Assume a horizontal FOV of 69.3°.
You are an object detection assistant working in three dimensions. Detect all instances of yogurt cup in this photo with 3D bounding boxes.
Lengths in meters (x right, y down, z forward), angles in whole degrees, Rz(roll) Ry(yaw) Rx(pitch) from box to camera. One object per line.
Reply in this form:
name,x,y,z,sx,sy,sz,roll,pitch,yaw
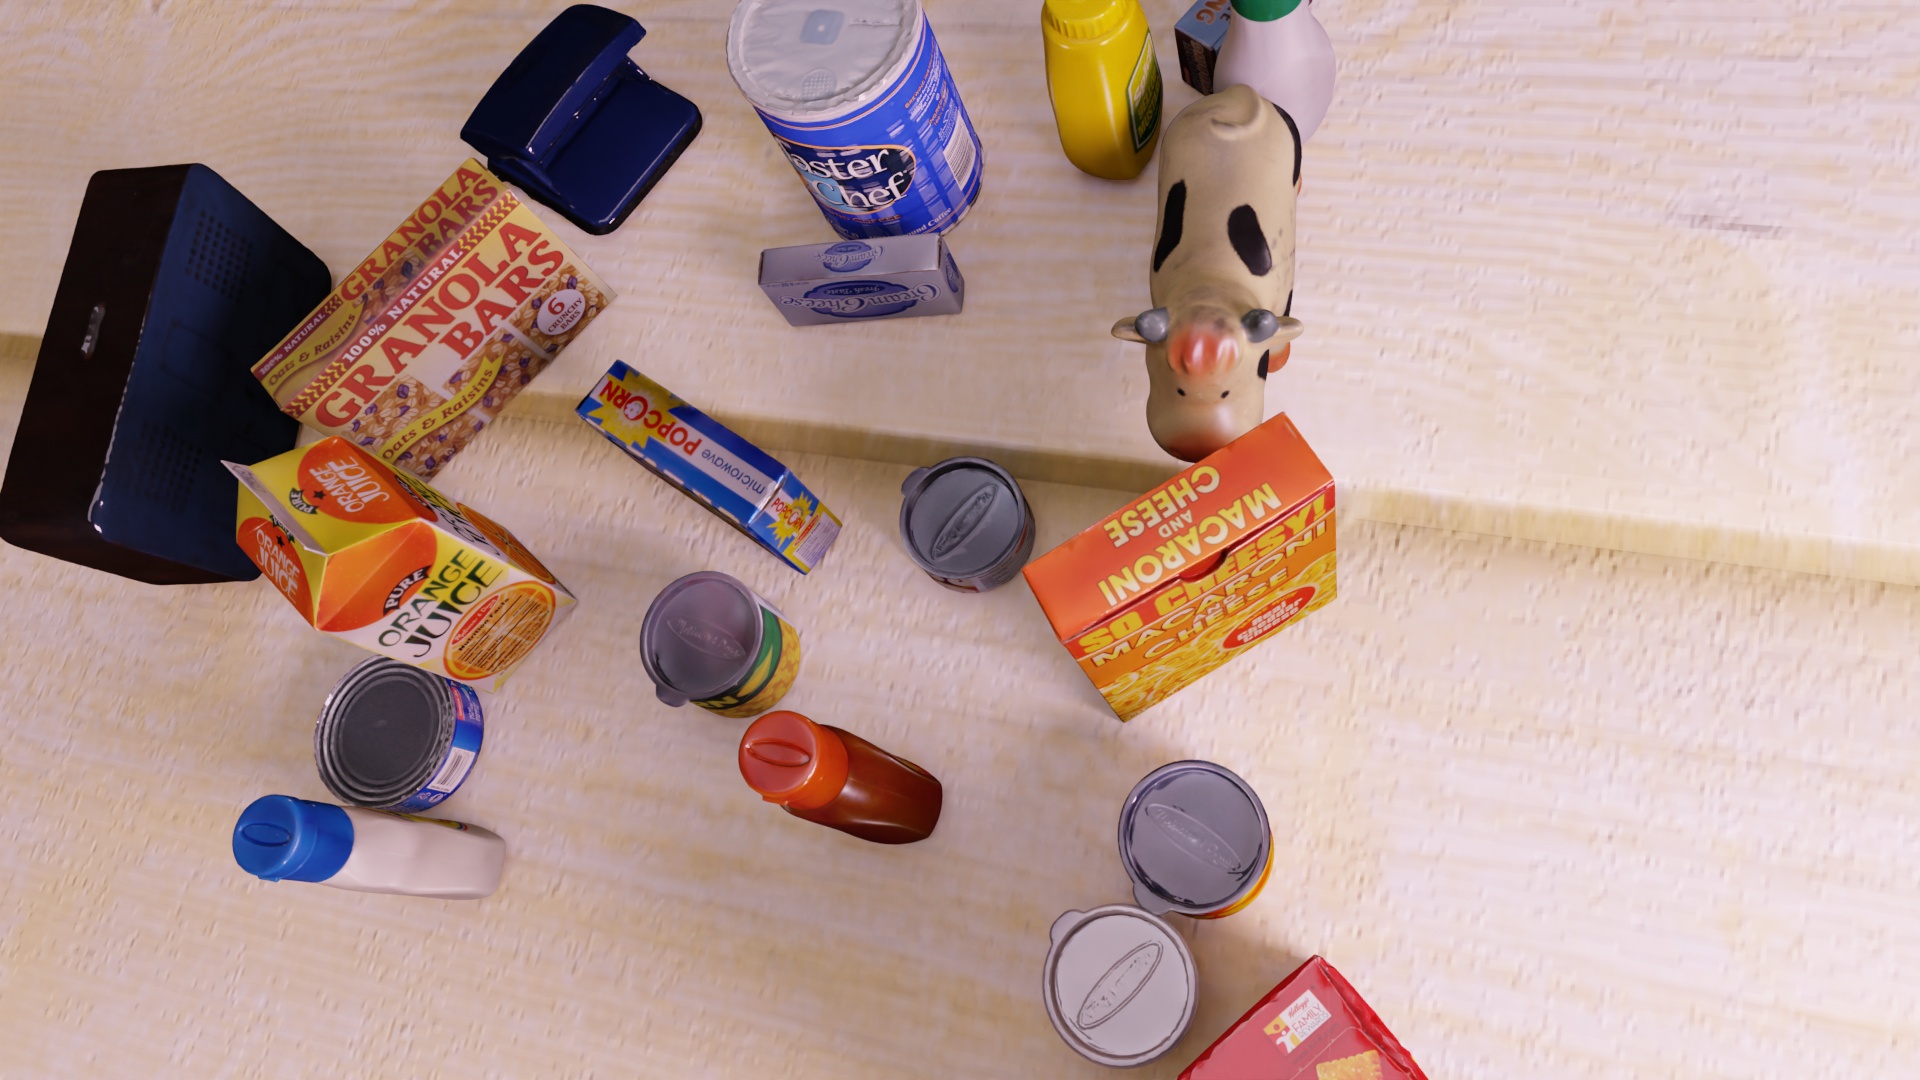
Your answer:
yogurt cup,0.074,0.198,0.620,0.072,0.054,0.072,-5,71,14

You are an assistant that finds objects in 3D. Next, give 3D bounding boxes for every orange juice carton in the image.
orange juice carton,-0.285,0.012,0.703,0.072,0.192,0.073,39,86,23

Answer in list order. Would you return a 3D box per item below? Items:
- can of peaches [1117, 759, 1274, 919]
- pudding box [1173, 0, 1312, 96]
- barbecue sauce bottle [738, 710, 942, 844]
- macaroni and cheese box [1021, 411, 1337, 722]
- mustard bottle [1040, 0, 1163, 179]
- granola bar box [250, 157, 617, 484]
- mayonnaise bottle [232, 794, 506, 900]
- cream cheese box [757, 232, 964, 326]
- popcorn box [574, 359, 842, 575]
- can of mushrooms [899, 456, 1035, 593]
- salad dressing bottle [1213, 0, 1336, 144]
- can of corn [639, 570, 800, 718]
can of peaches,0.106,0.138,0.629,0.071,0.058,0.071,-5,71,14
pudding box,0.156,-0.290,0.764,0.030,0.049,0.084,40,86,23
barbecue sauce bottle,-0.056,0.109,0.633,0.065,0.148,0.044,9,75,18
macaroni and cheese box,0.104,0.020,0.611,0.124,0.166,0.040,-31,67,3
mustard bottle,0.071,-0.249,0.713,0.049,0.160,0.065,14,77,19
granola bar box,-0.292,-0.119,0.785,0.165,0.124,0.039,-46,67,-3
mayonnaise bottle,-0.288,0.151,0.681,0.065,0.147,0.041,5,74,16
cream cheese box,-0.054,-0.143,0.769,0.104,0.053,0.024,-2,72,14
popcorn box,-0.131,-0.038,0.737,0.127,0.085,0.038,32,83,22
can of mushrooms,0.003,-0.009,0.719,0.071,0.033,0.071,-4,71,13
salad dressing bottle,0.156,-0.253,0.699,0.064,0.147,0.044,-28,68,5
can of corn,-0.124,0.057,0.717,0.071,0.058,0.071,-5,71,14
